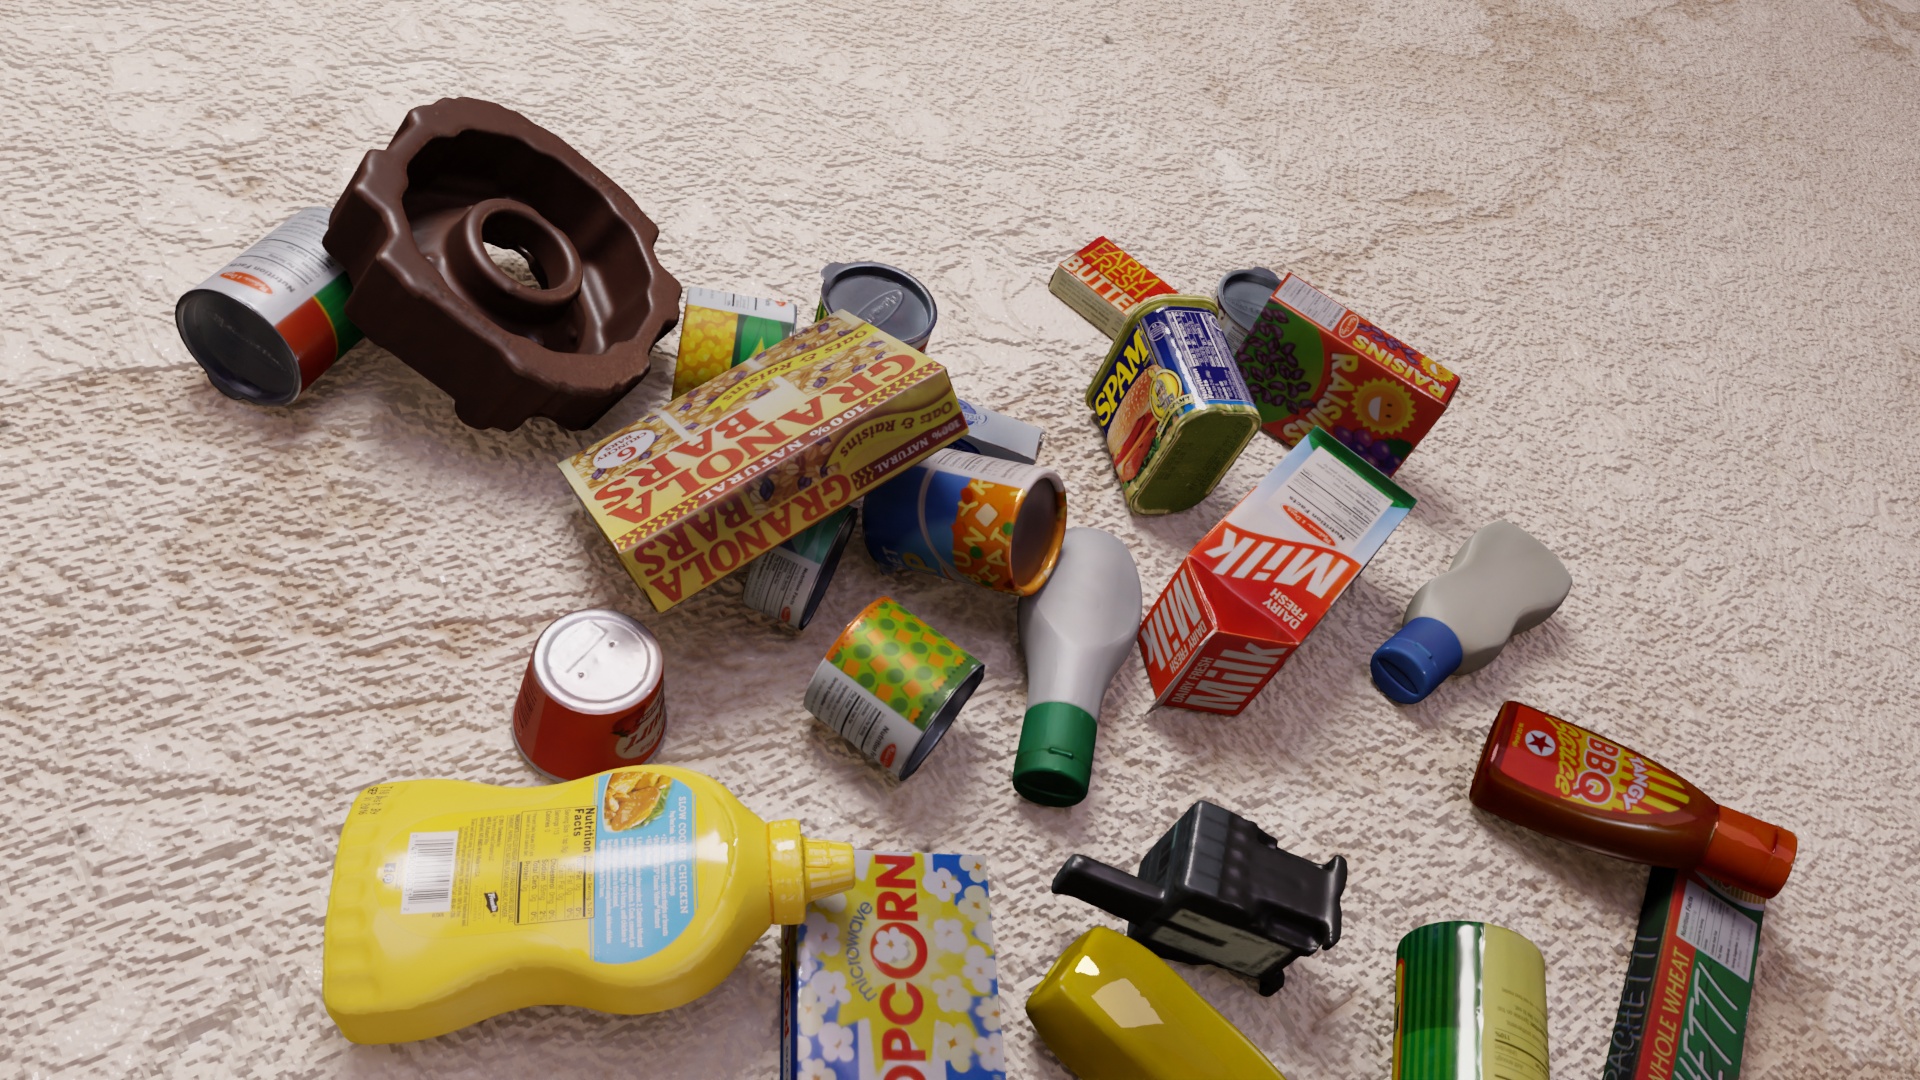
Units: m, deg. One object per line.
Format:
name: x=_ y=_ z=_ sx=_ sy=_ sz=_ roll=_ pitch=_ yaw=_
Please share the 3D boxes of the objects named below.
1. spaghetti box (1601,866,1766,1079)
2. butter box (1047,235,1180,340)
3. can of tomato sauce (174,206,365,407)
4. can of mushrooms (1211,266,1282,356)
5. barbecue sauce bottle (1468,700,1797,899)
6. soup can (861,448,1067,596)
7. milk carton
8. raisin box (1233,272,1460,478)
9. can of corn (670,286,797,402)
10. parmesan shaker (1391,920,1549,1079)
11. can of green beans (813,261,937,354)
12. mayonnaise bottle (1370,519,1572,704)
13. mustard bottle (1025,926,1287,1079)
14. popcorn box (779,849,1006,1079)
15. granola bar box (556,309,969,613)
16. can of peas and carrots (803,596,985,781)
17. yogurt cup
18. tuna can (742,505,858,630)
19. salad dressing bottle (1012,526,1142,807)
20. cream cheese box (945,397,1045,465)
spaghetti box: x=0.353 y=0.230 z=0.679 sx=0.050 sy=0.028 sz=0.251 roll=33 pitch=49 yaw=8
butter box: x=0.112 y=-0.152 z=0.901 sx=0.103 sy=0.024 sz=0.053 roll=40 pitch=51 yaw=14
can of tomato sauce: x=-0.328 y=-0.115 z=0.684 sx=0.071 sy=0.070 sz=0.083 roll=25 pitch=46 yaw=1
can of mushrooms: x=0.195 y=-0.147 z=0.921 sx=0.071 sy=0.033 sz=0.071 roll=10 pitch=51 yaw=-12
barbecue sauce bottle: x=0.345 y=0.137 z=0.717 sx=0.149 sy=0.043 sz=0.065 roll=22 pitch=48 yaw=18
soup can: x=0.003 y=-0.009 z=0.701 sx=0.084 sy=0.071 sz=0.072 roll=13 pitch=43 yaw=28
milk carton: x=0.162 y=0.023 z=0.748 sx=0.073 sy=0.072 sz=0.191 roll=40 pitch=49 yaw=13
raisin box: x=0.229 y=-0.095 z=0.856 sx=0.123 sy=0.085 sz=0.040 roll=34 pitch=45 yaw=9
can of corn: x=-0.123 y=-0.097 z=0.747 sx=0.058 sy=0.070 sz=0.071 roll=9 pitch=51 yaw=-12
parmesan shaker: x=0.225 y=0.230 z=0.610 sx=0.071 sy=0.071 sz=0.103 roll=21 pitch=48 yaw=-3
can of green beans: x=-0.052 y=-0.115 z=0.789 sx=0.071 sy=0.057 sz=0.071 roll=10 pitch=51 yaw=-12
mayonnaise bottle: x=0.290 y=0.043 z=0.799 sx=0.149 sy=0.041 sz=0.065 roll=-30 pitch=66 yaw=-34
mustard bottle: x=0.102 y=0.228 z=0.571 sx=0.160 sy=0.065 sz=0.049 roll=40 pitch=56 yaw=6
popcorn box: x=-0.029 y=0.191 z=0.566 sx=0.085 sy=0.038 sz=0.127 roll=6 pitch=51 yaw=-14
granola bar box: x=-0.096 y=-0.043 z=0.658 sx=0.166 sy=0.039 sz=0.124 roll=-31 pitch=32 yaw=-15
can of peas and carrots: x=-0.030 y=0.067 z=0.647 sx=0.059 sy=0.070 sz=0.071 roll=35 pitch=50 yaw=10
yogurt cup: x=-0.161 y=0.066 z=0.608 sx=0.072 sy=0.053 sz=0.073 roll=10 pitch=50 yaw=-12
tuna can: x=-0.077 y=0.006 z=0.679 sx=0.033 sy=0.070 sz=0.071 roll=24 pitch=49 yaw=1
salad dressing bottle: x=0.055 y=0.061 z=0.698 sx=0.064 sy=0.043 sz=0.148 roll=15 pitch=50 yaw=-1
cream cheese box: x=-0.011 y=-0.054 z=0.759 sx=0.104 sy=0.053 sz=0.024 roll=20 pitch=53 yaw=-3
